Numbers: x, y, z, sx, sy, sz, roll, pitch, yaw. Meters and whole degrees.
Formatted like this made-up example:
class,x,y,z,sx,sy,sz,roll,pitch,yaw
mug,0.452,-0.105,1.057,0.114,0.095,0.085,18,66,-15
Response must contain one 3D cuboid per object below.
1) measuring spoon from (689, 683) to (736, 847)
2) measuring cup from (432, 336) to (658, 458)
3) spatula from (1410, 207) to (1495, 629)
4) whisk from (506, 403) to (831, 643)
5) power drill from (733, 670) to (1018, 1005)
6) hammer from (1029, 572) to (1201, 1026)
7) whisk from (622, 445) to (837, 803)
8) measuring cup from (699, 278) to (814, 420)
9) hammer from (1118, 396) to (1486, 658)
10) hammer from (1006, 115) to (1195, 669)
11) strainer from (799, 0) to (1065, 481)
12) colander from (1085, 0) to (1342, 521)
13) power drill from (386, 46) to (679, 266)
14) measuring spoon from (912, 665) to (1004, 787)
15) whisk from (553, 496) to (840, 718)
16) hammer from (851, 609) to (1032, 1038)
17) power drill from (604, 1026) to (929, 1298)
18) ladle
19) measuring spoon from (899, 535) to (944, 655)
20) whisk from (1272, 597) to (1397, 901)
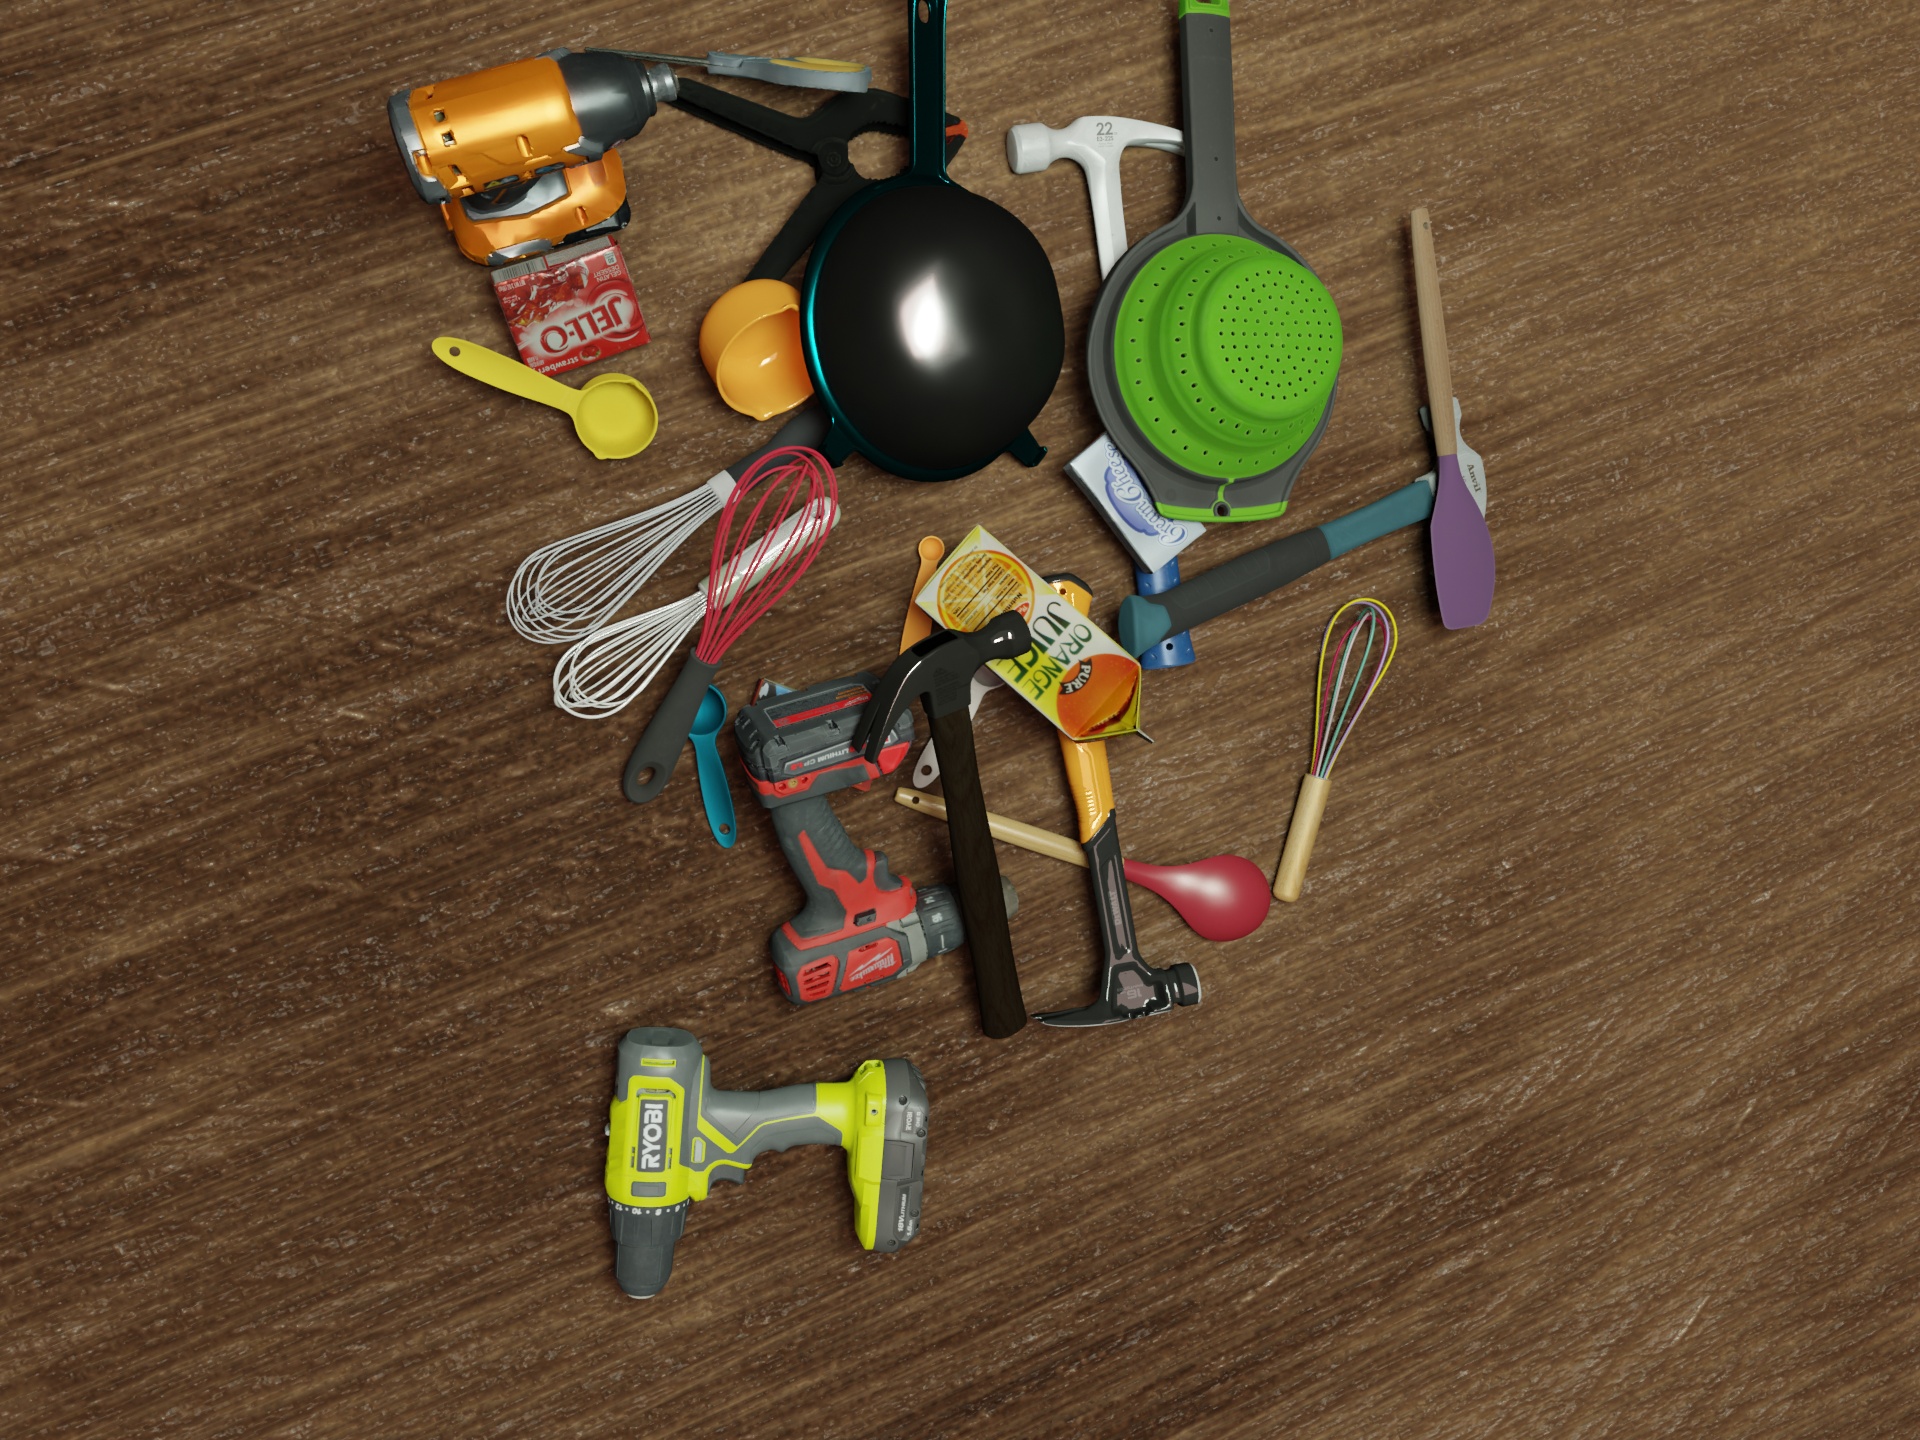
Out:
class,x,y,z,sx,sy,sz,roll,pitch,yaw
measuring spoon,-0.180,0.031,1.159,0.042,0.021,0.128,-7,106,8
measuring cup,-0.283,-0.230,1.089,0.156,0.029,0.062,20,112,-23
spatula,0.369,-0.227,1.207,0.059,0.018,0.316,-12,97,-23
whisk,-0.193,-0.145,1.121,0.284,0.070,0.070,-35,101,-11
power drill,-0.059,0.084,1.138,0.188,0.080,0.226,-17,115,-15
hammer,0.091,0.058,1.185,0.127,0.034,0.337,-10,90,-11
whisk,-0.166,-0.059,1.091,0.073,0.073,0.295,26,113,-13
measuring cup,-0.102,-0.269,1.125,0.173,0.052,0.095,-12,142,-33
hammer,0.261,-0.129,1.201,0.331,0.033,0.128,-24,100,-17
hammer,0.134,-0.242,1.184,0.144,0.035,0.405,-10,97,-10
strainer,0.001,-0.334,1.077,0.211,0.095,0.340,-7,100,-36
colander,0.194,-0.342,1.113,0.204,0.094,0.397,-3,92,-19
power drill,-0.258,-0.356,0.996,0.164,0.226,0.084,-19,99,-9
measuring spoon,-0.002,-0.004,1.193,0.034,0.018,0.124,30,96,-13
whisk,-0.186,-0.084,1.131,0.246,0.059,0.058,-38,74,-10
hammer,0.007,0.090,1.114,0.130,0.031,0.331,-22,121,-21
power drill,-0.145,0.327,1.162,0.228,0.080,0.190,4,94,-9
ladle,0.099,0.103,1.216,0.315,0.031,0.069,18,90,-11
measuring spoon,-0.031,-0.079,1.181,0.021,0.011,0.117,8,97,-16
whisk,0.289,0.024,1.238,0.047,0.051,0.245,13,96,-18
